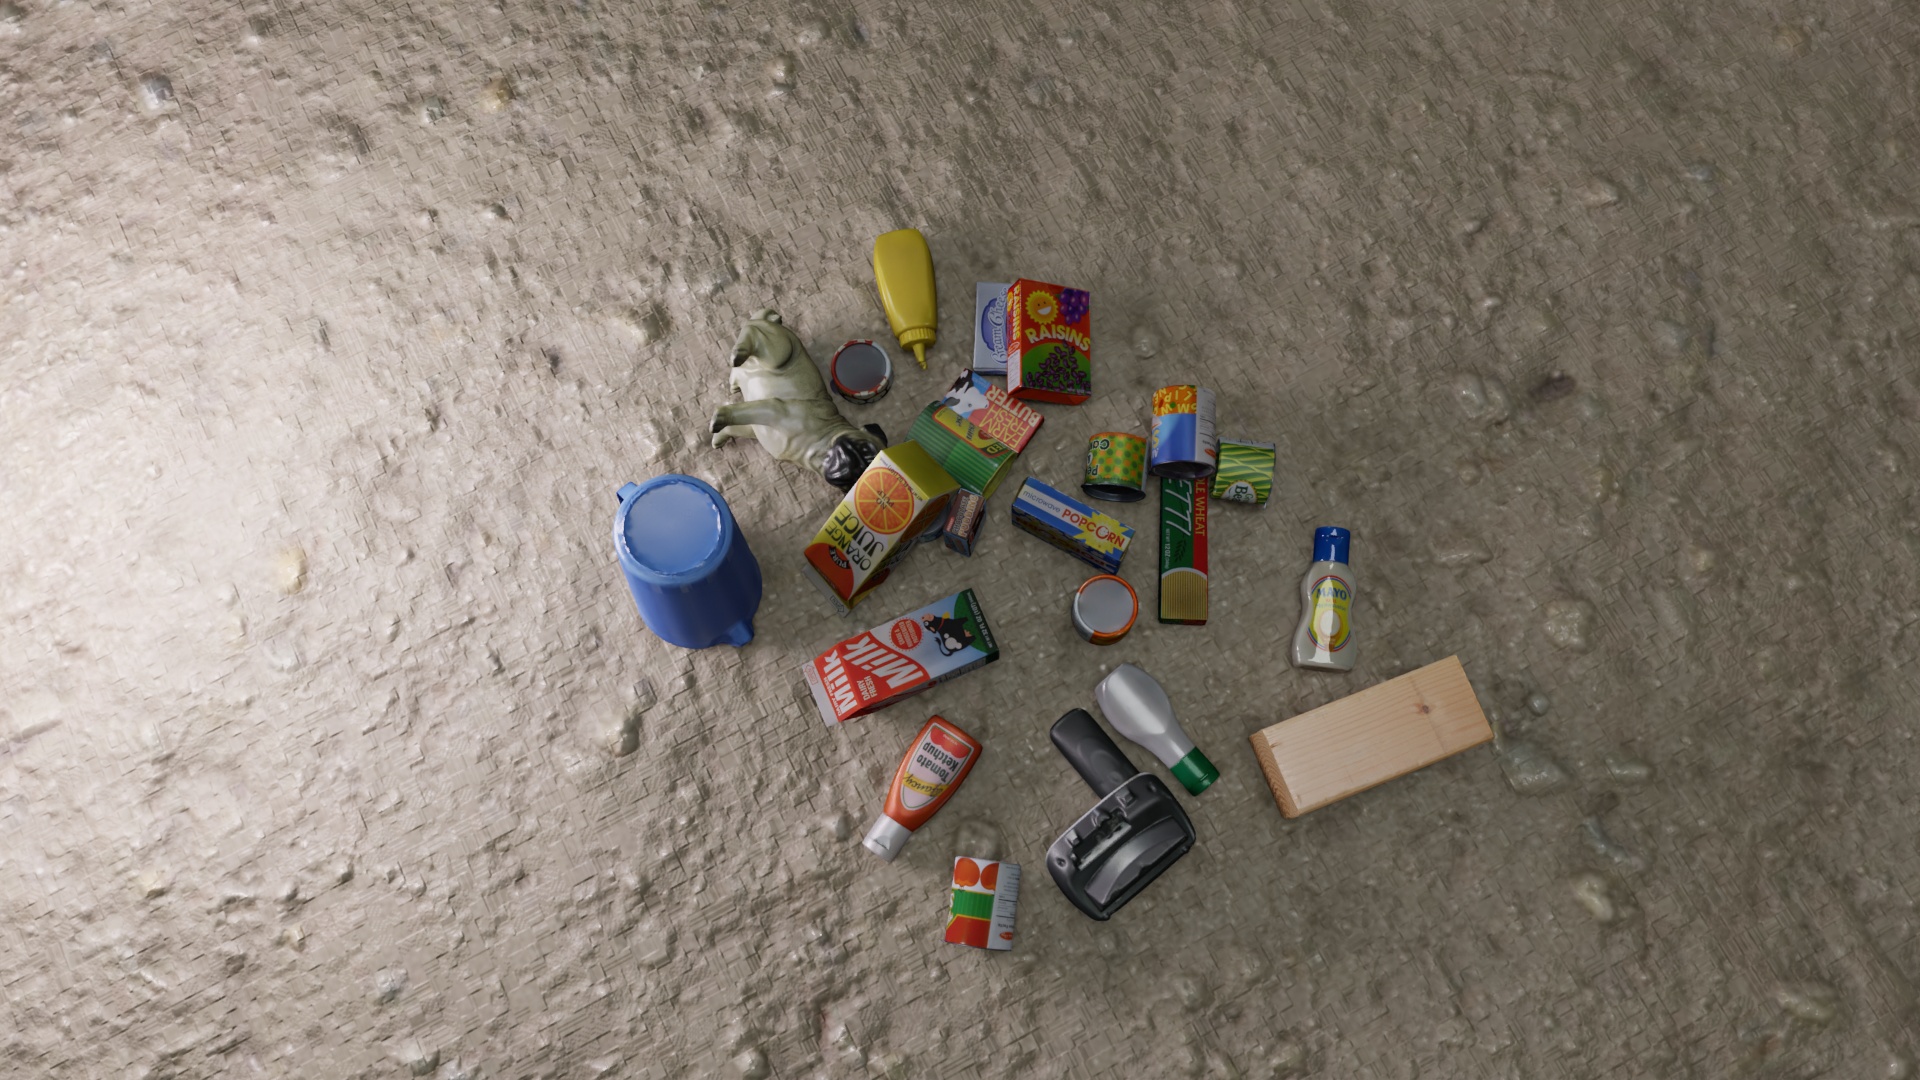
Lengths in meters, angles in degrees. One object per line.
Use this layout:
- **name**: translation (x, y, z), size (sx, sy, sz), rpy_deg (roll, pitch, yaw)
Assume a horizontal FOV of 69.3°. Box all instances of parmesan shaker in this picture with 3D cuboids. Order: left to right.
- **parmesan shaker**: translation (-0.002, -0.094, 1.467), size (0.103, 0.071, 0.071), rpy_deg (35, 80, 9)

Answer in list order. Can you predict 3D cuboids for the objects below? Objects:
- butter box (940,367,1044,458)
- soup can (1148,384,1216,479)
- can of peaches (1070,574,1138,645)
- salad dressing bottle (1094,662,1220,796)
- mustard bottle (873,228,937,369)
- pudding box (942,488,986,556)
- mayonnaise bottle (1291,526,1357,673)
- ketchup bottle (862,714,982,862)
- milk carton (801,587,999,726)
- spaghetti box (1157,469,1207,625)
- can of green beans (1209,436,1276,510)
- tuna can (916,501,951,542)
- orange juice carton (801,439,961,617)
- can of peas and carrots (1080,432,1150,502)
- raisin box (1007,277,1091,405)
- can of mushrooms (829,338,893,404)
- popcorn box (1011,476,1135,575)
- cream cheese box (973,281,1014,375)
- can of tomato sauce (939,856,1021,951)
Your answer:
- **butter box**: translation (0.034, -0.137, 1.501), size (0.103, 0.024, 0.053), rpy_deg (32, 80, 9)
- **soup can**: translation (0.229, -0.111, 1.439), size (0.071, 0.071, 0.084), rpy_deg (2, 76, 2)
- **can of peaches**: translation (0.150, 0.071, 1.432), size (0.071, 0.058, 0.071), rpy_deg (0, 77, 2)
- **salad dressing bottle**: translation (0.201, 0.193, 1.410), size (0.064, 0.044, 0.148), rpy_deg (-39, 80, -9)
- **mustard bottle**: translation (-0.055, -0.259, 1.520), size (0.065, 0.048, 0.160), rpy_deg (-9, 77, 0)
- **pudding box**: translation (0.005, -0.018, 1.443), size (0.030, 0.083, 0.050), rpy_deg (22, 79, 7)
- **mayonnaise bottle**: translation (0.380, 0.061, 1.437), size (0.065, 0.041, 0.148), rpy_deg (6, 77, 5)
- **ketchup bottle**: translation (-0.042, 0.253, 1.401), size (0.065, 0.043, 0.149), rpy_deg (33, 80, 8)
- **milk carton**: translation (-0.061, 0.122, 1.417), size (0.191, 0.073, 0.072), rpy_deg (-23, 78, -4)
- **spaghetti box**: translation (0.236, -0.036, 1.470), size (0.050, 0.028, 0.250), rpy_deg (2, 77, 2)
- **can of green beans**: translation (0.296, -0.073, 1.459), size (0.058, 0.071, 0.071), rpy_deg (8, 77, 4)
- **tuna can**: translation (-0.041, -0.034, 1.474), size (0.071, 0.032, 0.071), rpy_deg (0, 77, 1)
- **orange juice carton**: translation (-0.092, -0.008, 1.424), size (0.072, 0.073, 0.192), rpy_deg (45, 118, 10)
- **can of peas and carrots**: translation (0.162, -0.077, 1.462), size (0.071, 0.071, 0.059), rpy_deg (7, 76, 3)
- **raisin box**: translation (0.095, -0.213, 1.495), size (0.086, 0.040, 0.123), rpy_deg (6, 75, -21)
- **can of mushrooms**: translation (-0.109, -0.183, 1.511), size (0.071, 0.033, 0.071), rpy_deg (0, 77, 1)
- **popcorn box**: translation (0.115, -0.014, 1.439), size (0.127, 0.085, 0.038), rpy_deg (28, 79, 8)
- **cream cheese box**: translation (0.043, -0.232, 1.523), size (0.053, 0.024, 0.104), rpy_deg (2, 77, 2)
- **can of tomato sauce**: translation (0.020, 0.356, 1.363), size (0.071, 0.071, 0.083), rpy_deg (7, 76, 3)
